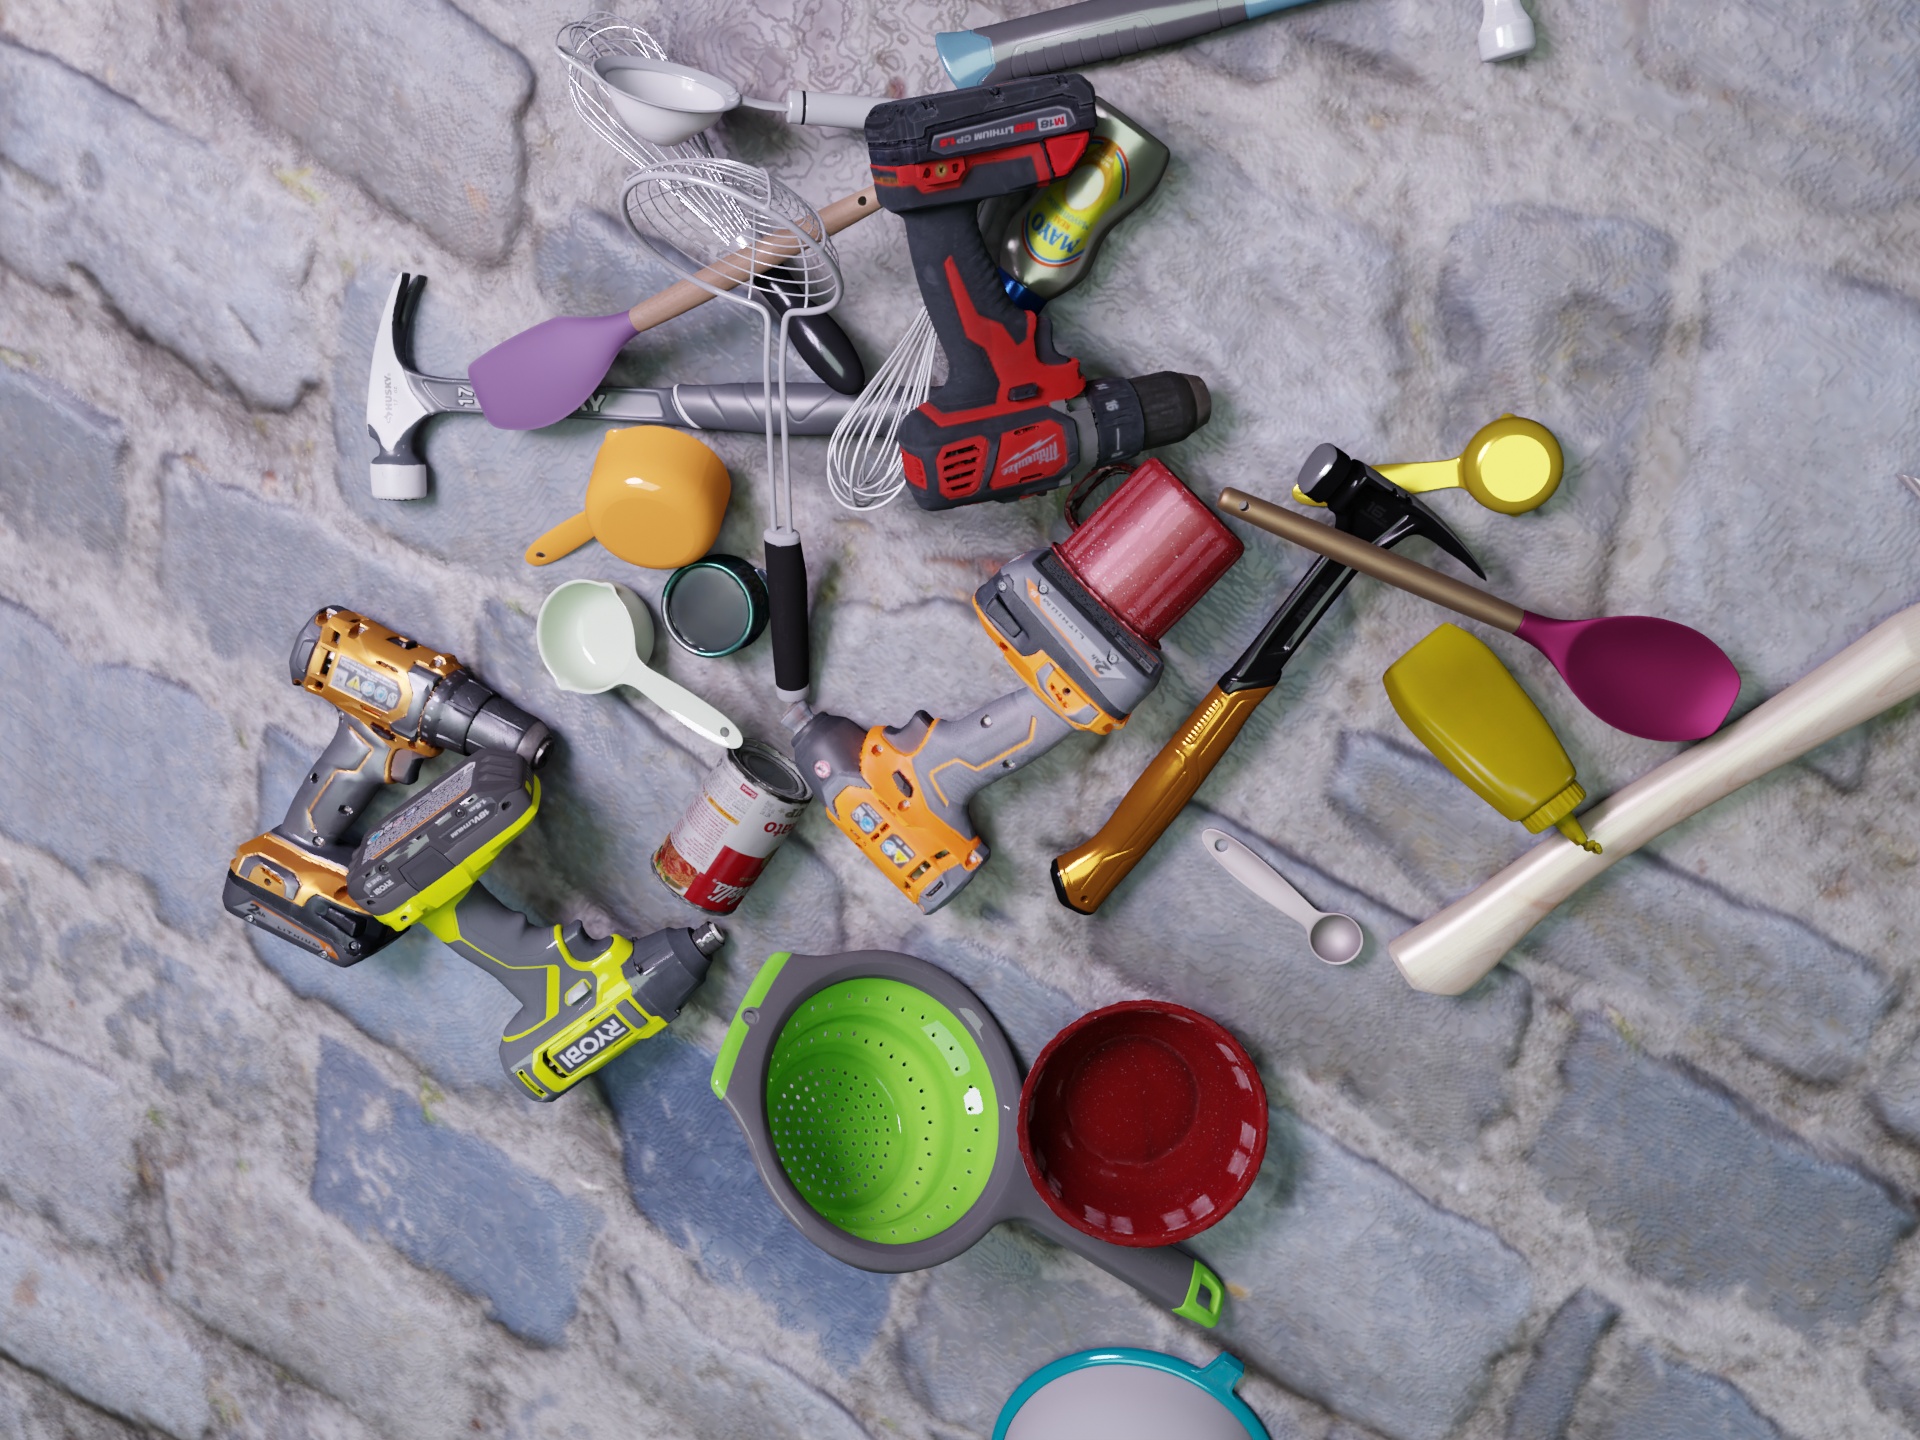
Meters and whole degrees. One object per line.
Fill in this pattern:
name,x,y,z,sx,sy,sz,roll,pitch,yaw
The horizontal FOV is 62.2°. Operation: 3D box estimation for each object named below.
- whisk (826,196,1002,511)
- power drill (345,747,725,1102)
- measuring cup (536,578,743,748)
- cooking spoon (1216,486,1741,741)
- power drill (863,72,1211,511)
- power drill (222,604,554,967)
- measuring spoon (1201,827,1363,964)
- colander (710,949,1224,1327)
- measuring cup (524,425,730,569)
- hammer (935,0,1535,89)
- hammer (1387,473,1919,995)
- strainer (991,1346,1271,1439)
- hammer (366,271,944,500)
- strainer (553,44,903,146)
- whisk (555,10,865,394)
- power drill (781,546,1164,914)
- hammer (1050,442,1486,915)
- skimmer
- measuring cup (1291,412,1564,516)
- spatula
whisk,-0.018,-0.239,0.952,0.059,0.057,0.246,23,90,27
power drill,-0.281,0.135,1.068,0.171,0.080,0.223,-35,116,2
measuring cup,-0.204,-0.033,1.054,0.167,0.038,0.083,34,108,11
cooking spoon,0.294,-0.067,0.905,0.319,0.017,0.068,22,106,-3
power drill,0.046,-0.240,0.897,0.188,0.080,0.226,-15,114,-13
power drill,-0.397,0.056,1.107,0.185,0.084,0.226,25,102,4
measuring spoon,0.206,0.109,1.023,0.124,0.018,0.034,40,107,8
colander,0.001,0.307,1.066,0.397,0.205,0.094,34,142,-13
measuring cup,-0.226,-0.122,1.026,0.173,0.052,0.095,-24,133,29
hammer,0.148,-0.409,0.907,0.331,0.033,0.128,-8,101,14
hammer,0.428,0.029,0.943,0.410,0.038,0.146,-37,91,17
strainer,0.055,0.563,1.112,0.340,0.095,0.211,-11,100,13
hammer,-0.194,-0.208,1.026,0.409,0.036,0.149,4,102,11
strainer,-0.104,-0.357,0.930,0.258,0.087,0.050,0,128,-12
whisk,-0.148,-0.314,0.971,0.070,0.070,0.284,-38,90,17
power drill,-0.002,-0.003,1.007,0.164,0.084,0.226,45,111,0
hammer,0.170,-0.004,0.982,0.127,0.034,0.336,29,113,-17
skimmer,-0.123,-0.149,0.930,0.127,0.090,0.363,15,128,19
measuring cup,0.275,-0.143,0.940,0.156,0.029,0.062,-6,101,13
spatula,-0.176,-0.250,0.964,0.316,0.018,0.059,-19,98,25
